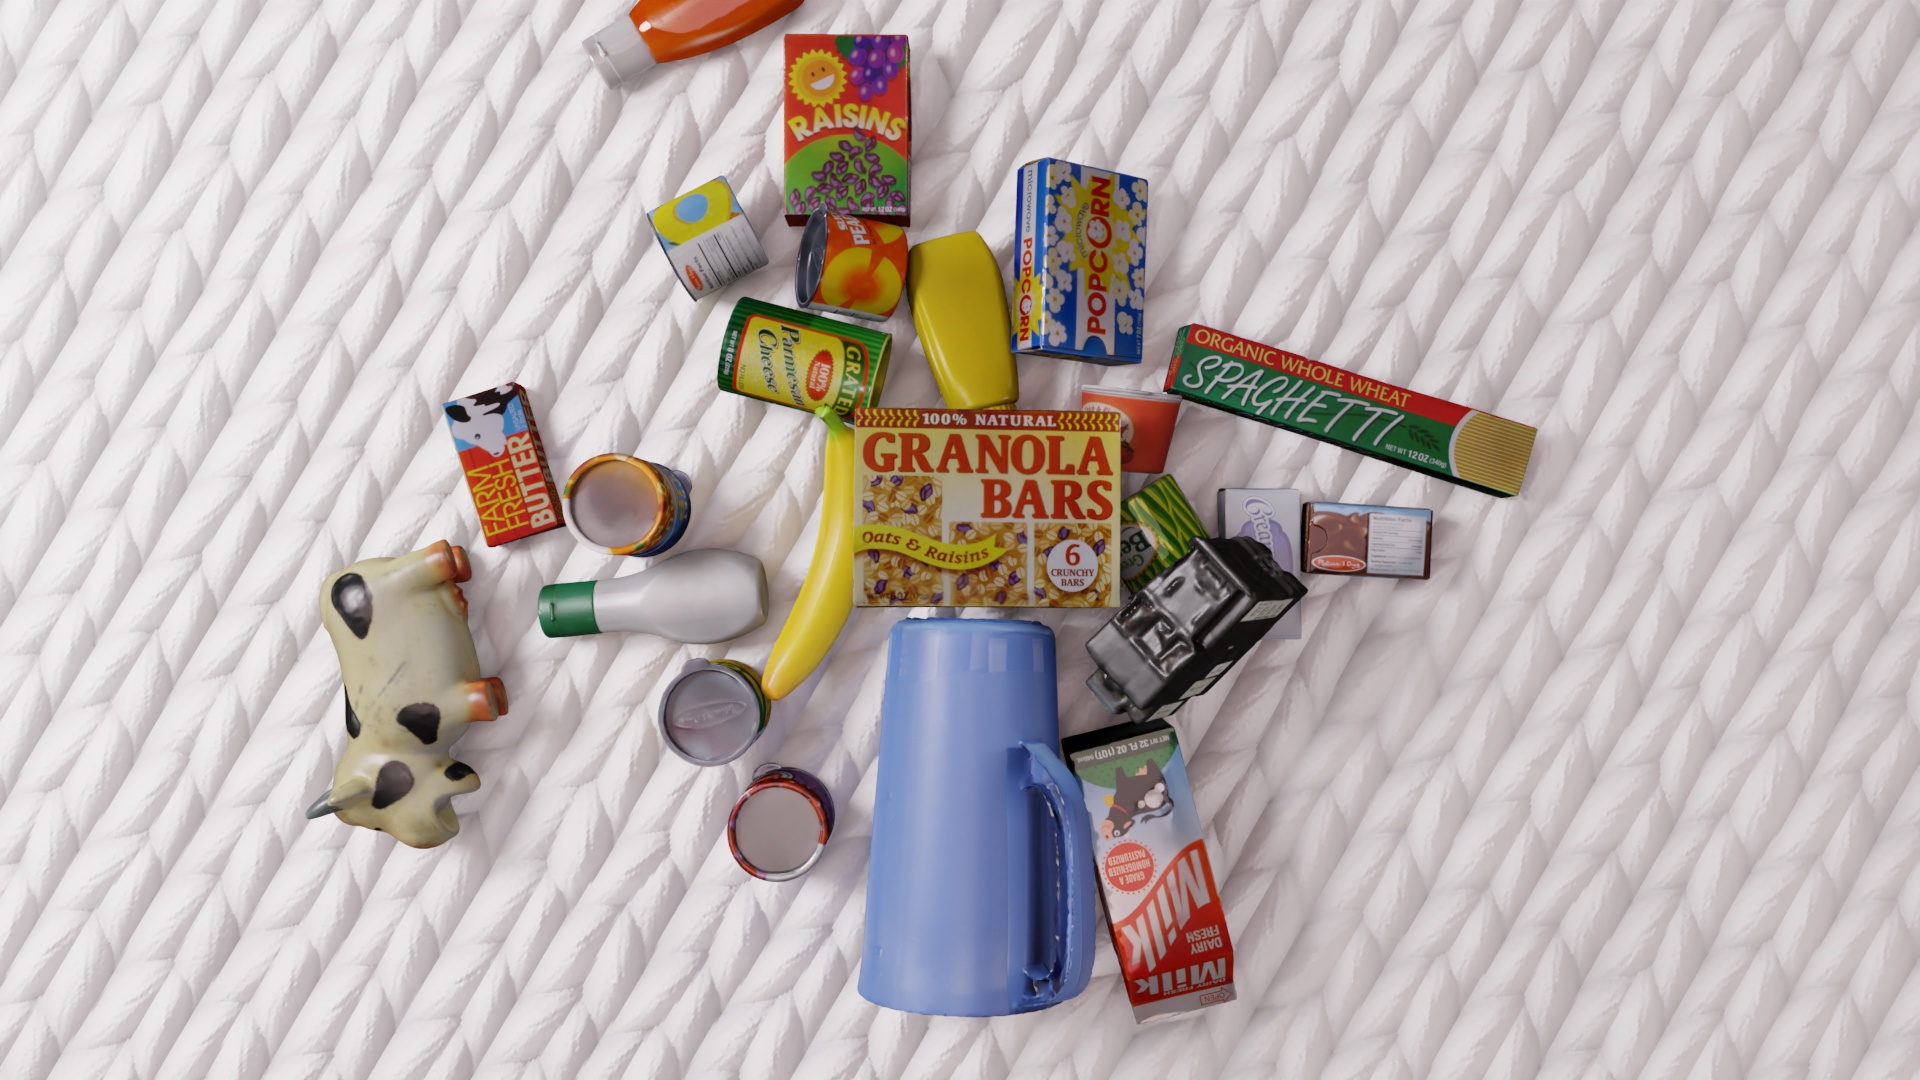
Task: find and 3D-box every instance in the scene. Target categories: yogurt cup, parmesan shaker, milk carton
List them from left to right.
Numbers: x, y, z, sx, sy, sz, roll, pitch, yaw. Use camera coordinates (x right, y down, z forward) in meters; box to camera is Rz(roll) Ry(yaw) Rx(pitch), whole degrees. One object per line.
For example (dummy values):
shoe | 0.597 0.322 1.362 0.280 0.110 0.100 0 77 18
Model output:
parmesan shaker | -0.104 -0.116 0.925 0.103 0.071 0.071 14 89 0
yogurt cup | 0.111 -0.074 0.927 0.072 0.072 0.054 6 97 0
milk carton | 0.126 0.218 0.913 0.072 0.073 0.190 -14 89 -1

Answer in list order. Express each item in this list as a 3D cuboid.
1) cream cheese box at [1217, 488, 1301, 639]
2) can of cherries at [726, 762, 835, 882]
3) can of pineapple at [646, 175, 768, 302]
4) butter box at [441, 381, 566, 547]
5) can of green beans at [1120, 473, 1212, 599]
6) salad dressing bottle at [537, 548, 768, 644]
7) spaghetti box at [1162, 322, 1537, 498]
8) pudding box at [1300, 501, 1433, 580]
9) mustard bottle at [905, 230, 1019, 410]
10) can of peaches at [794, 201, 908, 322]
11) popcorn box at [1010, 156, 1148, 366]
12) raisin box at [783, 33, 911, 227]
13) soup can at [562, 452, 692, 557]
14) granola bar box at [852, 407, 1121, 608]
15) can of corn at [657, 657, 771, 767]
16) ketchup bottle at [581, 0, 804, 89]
cream cheese box | 0.203 0.016 0.944 0.053 0.024 0.103 -1 89 -2
can of cherries | -0.120 0.185 0.920 0.071 0.058 0.071 0 89 -1
can of pineapple | -0.169 -0.203 0.927 0.058 0.071 0.071 -28 89 -1
butter box | -0.309 -0.051 0.942 0.053 0.024 0.103 -18 88 0
can of green beans | 0.127 -0.004 0.923 0.071 0.071 0.058 -32 89 -1
salad dressing bottle | -0.205 0.041 0.931 0.148 0.044 0.064 -5 91 1
spaghetti box | 0.263 -0.088 0.945 0.250 0.028 0.050 17 88 0
pudding box | 0.274 0.000 0.942 0.084 0.030 0.049 3 90 0
mustard bottle | 0.007 -0.124 0.934 0.065 0.049 0.160 -13 89 -3
can of peaches | -0.072 -0.183 0.918 0.058 0.071 0.071 8 89 -22
popcorn box | 0.080 -0.183 0.923 0.085 0.038 0.126 3 88 -33
raisin box | -0.076 -0.277 0.942 0.086 0.040 0.123 0 90 0
soup can | -0.216 -0.024 0.912 0.071 0.084 0.071 0 88 -1
granola bar box | 0.015 -0.019 0.870 0.166 0.039 0.124 1 87 -6
can of corn | -0.162 0.111 0.921 0.071 0.058 0.071 0 89 0
ketchup bottle | -0.183 -0.358 0.941 0.149 0.043 0.064 -30 88 -1
